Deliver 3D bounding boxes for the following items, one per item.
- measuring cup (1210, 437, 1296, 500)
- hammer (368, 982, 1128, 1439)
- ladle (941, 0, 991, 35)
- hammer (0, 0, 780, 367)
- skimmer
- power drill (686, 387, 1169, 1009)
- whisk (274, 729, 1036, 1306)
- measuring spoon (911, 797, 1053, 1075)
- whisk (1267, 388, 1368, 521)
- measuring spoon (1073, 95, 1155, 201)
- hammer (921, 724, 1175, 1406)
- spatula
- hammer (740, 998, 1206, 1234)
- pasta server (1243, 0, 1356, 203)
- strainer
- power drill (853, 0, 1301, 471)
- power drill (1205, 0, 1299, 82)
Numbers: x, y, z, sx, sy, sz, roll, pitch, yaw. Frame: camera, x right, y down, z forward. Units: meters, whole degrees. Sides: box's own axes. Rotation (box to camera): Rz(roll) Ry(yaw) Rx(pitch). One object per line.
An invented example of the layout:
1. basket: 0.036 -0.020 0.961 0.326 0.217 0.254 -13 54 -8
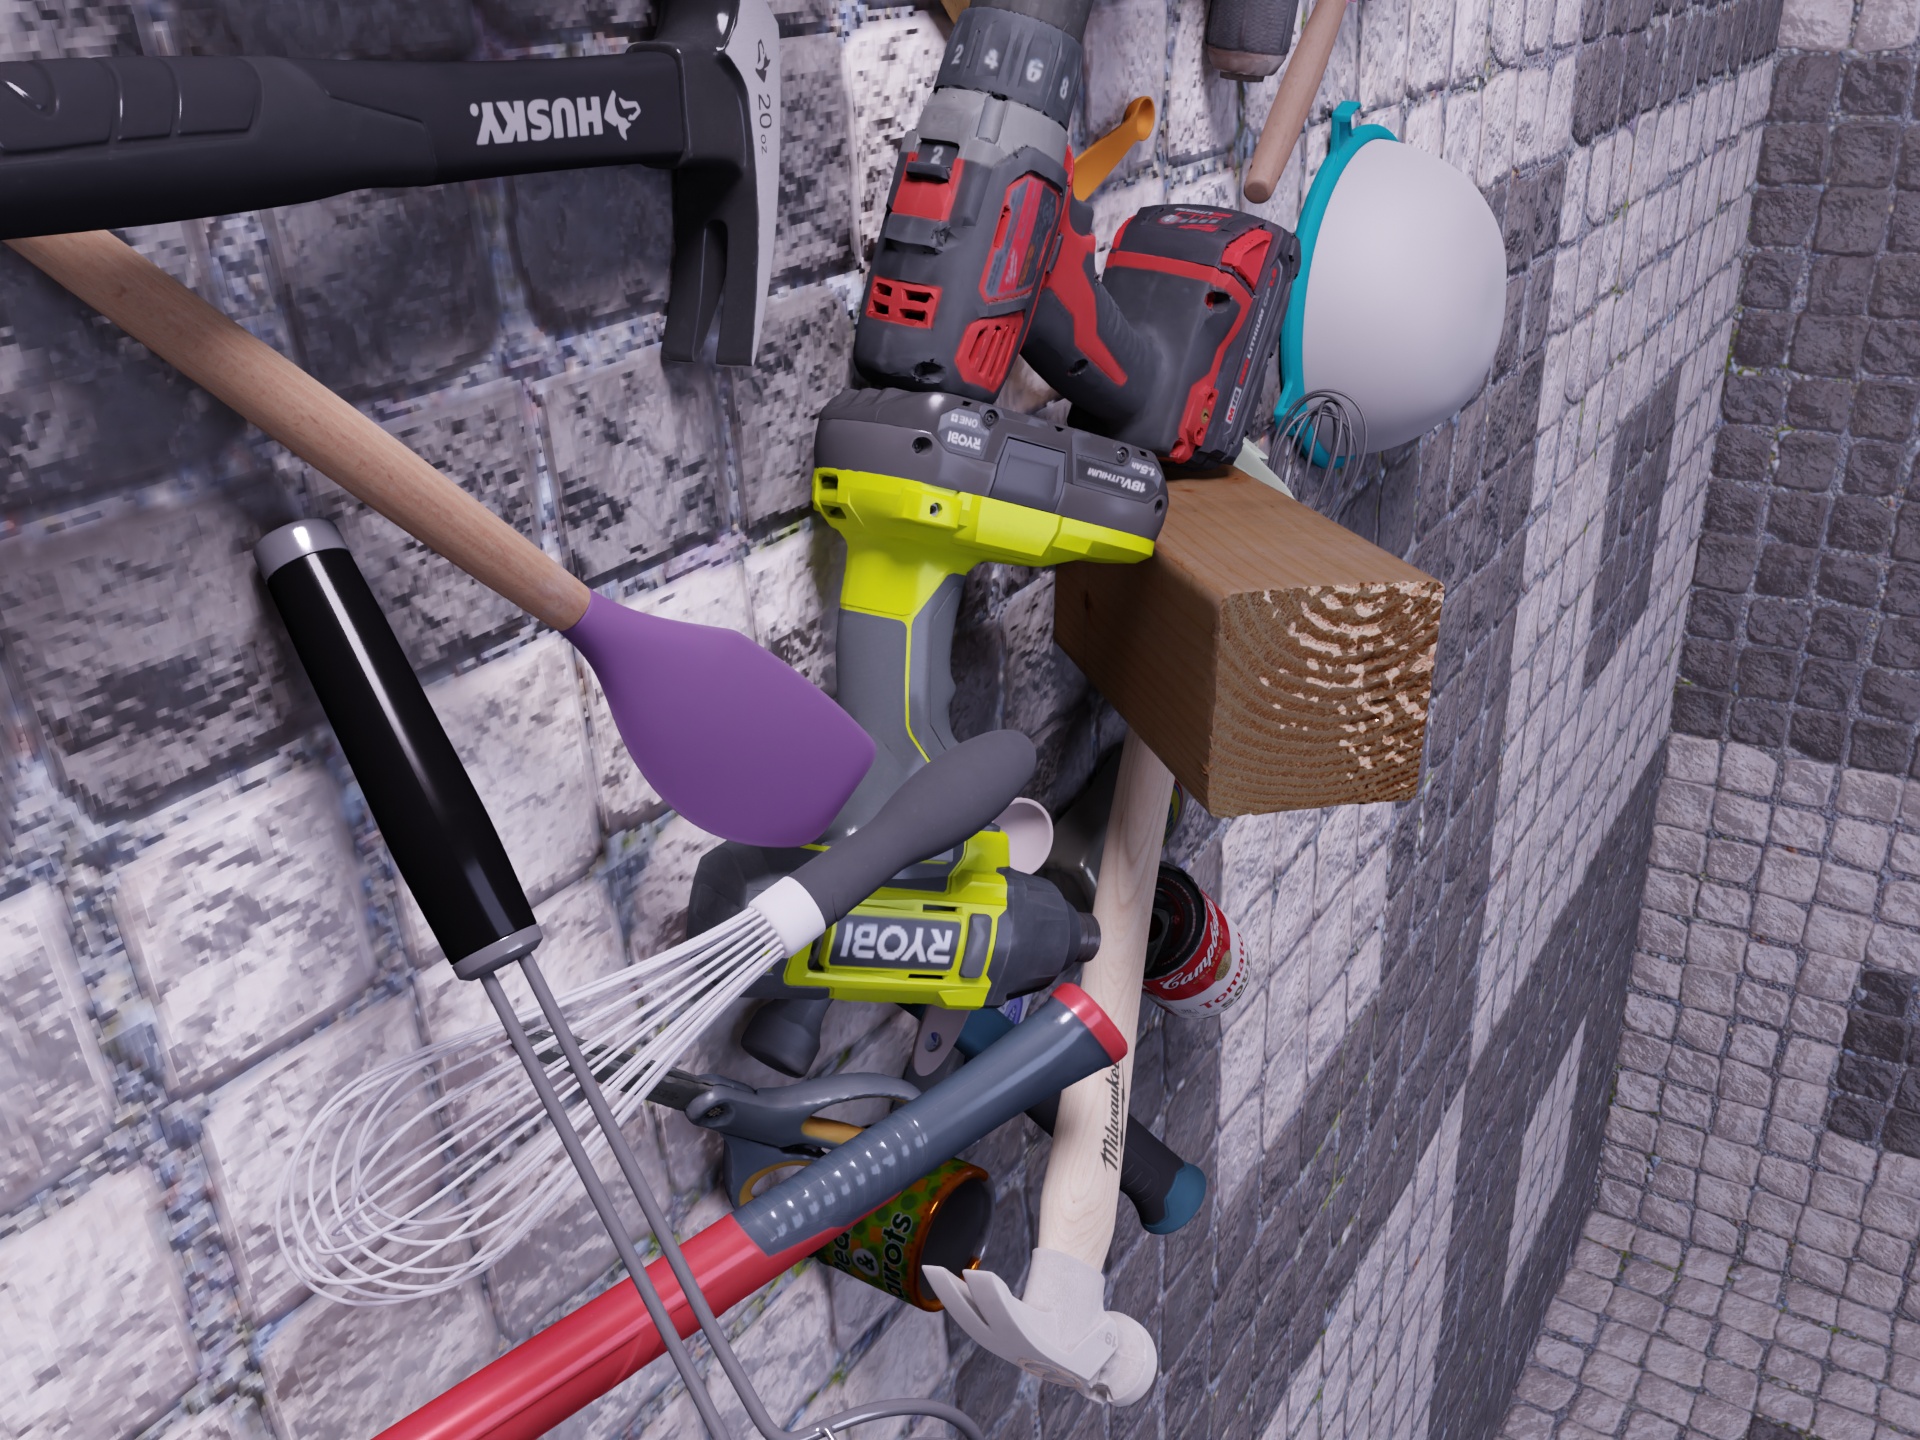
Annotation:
1. measuring cup: 0.141 -0.132 0.854 0.038 0.083 0.167 -50 175 19
2. hammer: -0.084 0.191 0.525 0.386 0.038 0.143 -23 141 -40
3. ladle: -0.046 -0.317 0.503 0.315 0.031 0.069 44 65 -57
4. hammer: -0.140 -0.133 0.373 0.335 0.035 0.146 -40 134 -56
5. skimmer: -0.101 0.120 0.431 0.127 0.090 0.363 -26 88 -24
6. power drill: -0.001 -0.002 0.608 0.171 0.080 0.223 9 95 -33
7. whisk: -0.081 0.082 0.506 0.284 0.070 0.070 -34 132 -26
8. measuring spoon: 0.004 0.090 0.672 0.034 0.018 0.124 25 85 -31
9. whisk: 0.189 -0.077 0.940 0.055 0.055 0.239 -17 124 -55
10. measuring spoon: 0.054 -0.246 0.708 0.117 0.011 0.021 -50 144 -31
11. hammer: 0.072 0.087 0.740 0.146 0.038 0.411 47 46 -43
12. spatula: -0.126 -0.042 0.437 0.060 0.018 0.315 -54 135 -6
13. hammer: 0.032 0.167 0.746 0.330 0.033 0.128 47 63 -40
14. pasta server: 0.191 -0.348 0.805 0.060 0.040 0.316 104 8 -52
15. strainer: 0.317 -0.256 1.038 0.340 0.095 0.211 1 101 -57
16. power drill: 0.056 -0.205 0.652 0.226 0.080 0.188 6 102 -55
17. power drill: 0.108 -0.368 0.680 0.226 0.084 0.185 -38 141 -52
